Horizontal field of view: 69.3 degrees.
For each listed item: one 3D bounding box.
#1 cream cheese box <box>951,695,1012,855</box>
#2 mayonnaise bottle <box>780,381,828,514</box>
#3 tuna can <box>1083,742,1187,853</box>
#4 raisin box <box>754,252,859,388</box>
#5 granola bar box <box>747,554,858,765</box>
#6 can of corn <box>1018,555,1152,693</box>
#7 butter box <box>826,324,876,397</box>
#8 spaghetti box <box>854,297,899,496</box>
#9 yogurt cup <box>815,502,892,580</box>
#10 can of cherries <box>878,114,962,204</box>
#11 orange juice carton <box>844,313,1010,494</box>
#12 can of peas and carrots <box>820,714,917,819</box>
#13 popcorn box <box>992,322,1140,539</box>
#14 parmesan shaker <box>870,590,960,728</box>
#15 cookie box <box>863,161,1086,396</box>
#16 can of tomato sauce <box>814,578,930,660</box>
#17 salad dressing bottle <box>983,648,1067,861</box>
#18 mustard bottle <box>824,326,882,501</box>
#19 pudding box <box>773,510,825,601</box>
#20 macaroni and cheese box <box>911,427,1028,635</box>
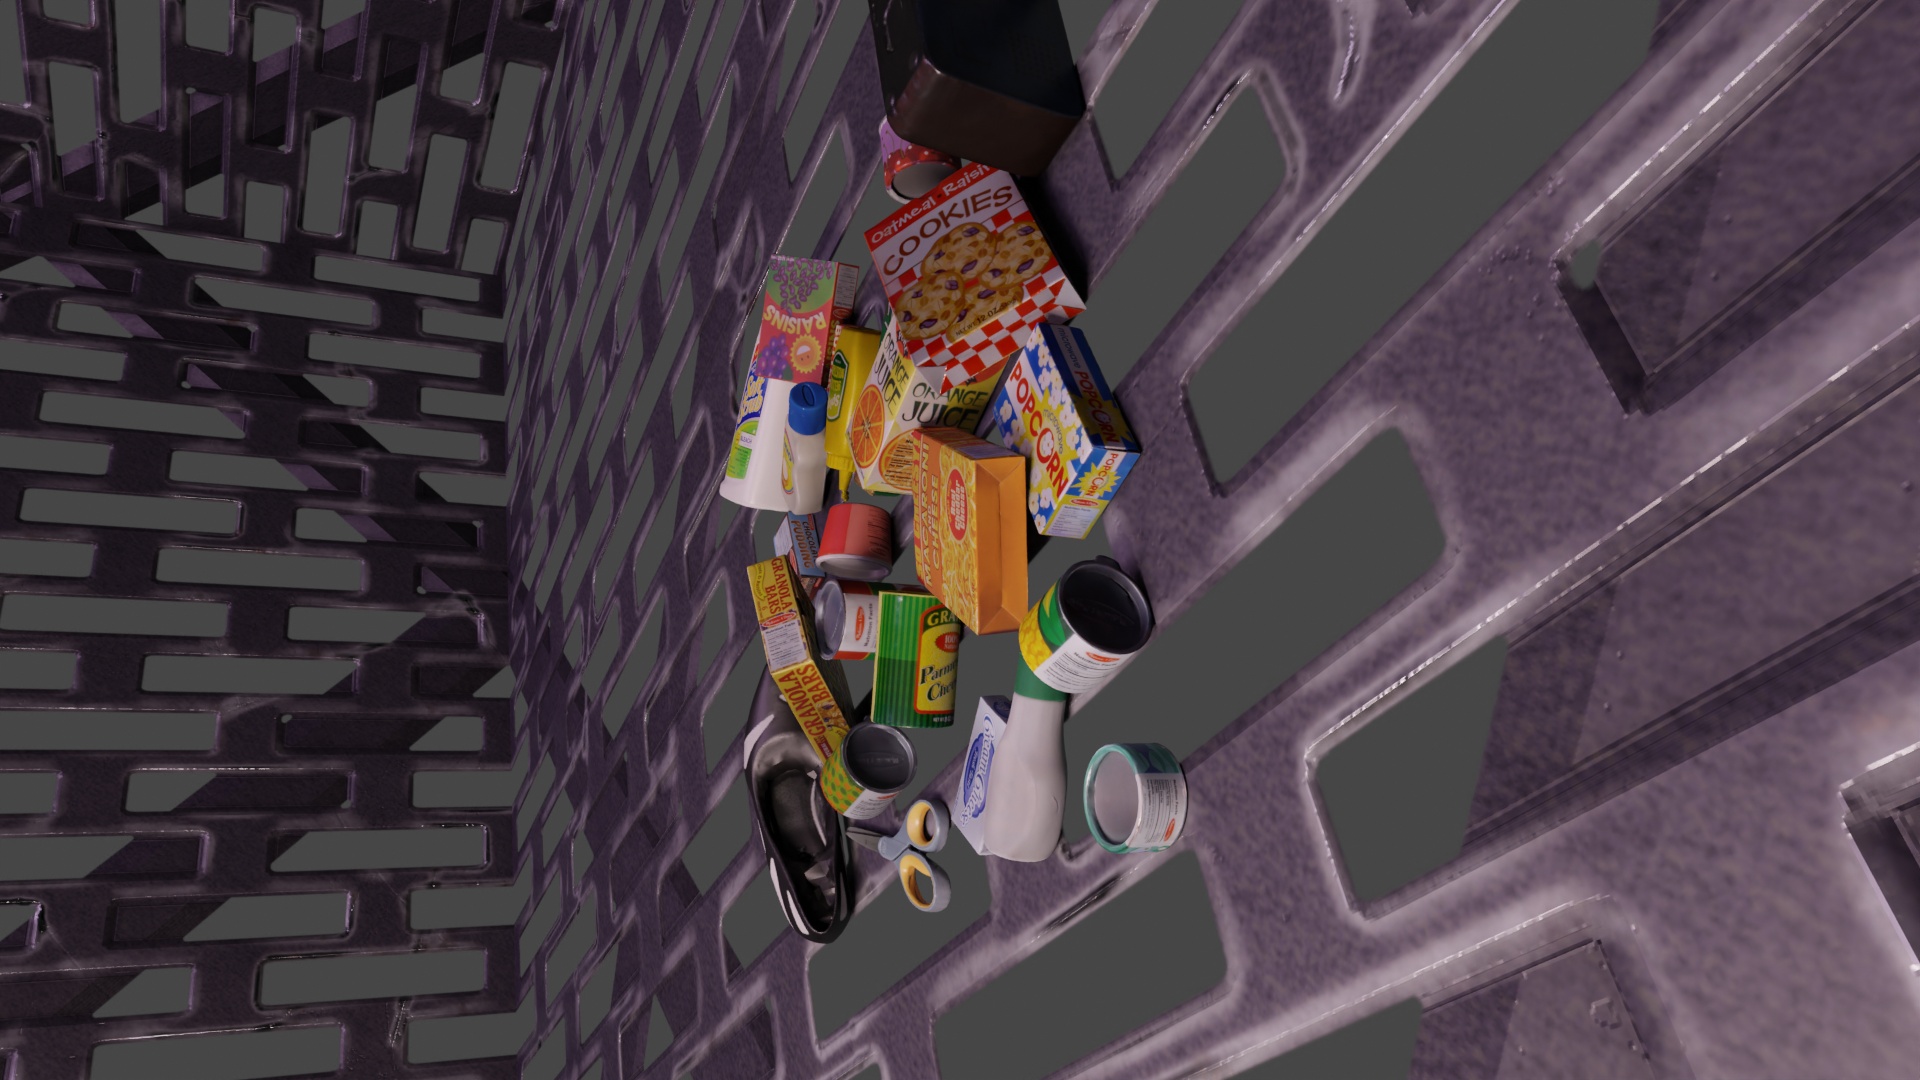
[{"bbox_3d":[0.024,0.170,1.009,0.053,0.024,0.103,40,121,57],"label":"cream cheese box"},{"bbox_3d":[-0.150,-0.091,1.342,0.147,0.041,0.065,102,153,-52],"label":"mayonnaise bottle"},{"bbox_3d":[0.103,0.155,0.842,0.071,0.033,0.071,-17,71,61],"label":"tuna can"},{"bbox_3d":[-0.152,-0.216,1.369,0.086,0.040,0.123,13,98,29],"label":"raisin box"},{"bbox_3d":[-0.133,0.110,1.222,0.164,0.039,0.125,71,179,-48],"label":"granola bar box"},{"bbox_3d":[0.078,0.053,0.875,0.058,0.071,0.071,-52,42,49],"label":"can of corn"},{"bbox_3d":[-0.107,-0.154,1.325,0.053,0.024,0.103,28,111,62],"label":"butter box"},{"bbox_3d":[-0.051,-0.163,1.210,0.050,0.029,0.249,37,118,60],"label":"spaghetti box"},{"bbox_3d":[-0.091,0.000,1.227,0.072,0.072,0.054,-26,55,60],"label":"yogurt cup"},{"bbox_3d":[-0.031,-0.322,1.157,0.071,0.071,0.058,-40,52,55],"label":"can of cherries"},{"bbox_3d":[-0.022,-0.130,1.098,0.191,0.073,0.072,-63,34,36],"label":"orange juice carton"},{"bbox_3d":[-0.078,0.190,1.162,0.058,0.071,0.071,-53,40,48],"label":"can of peas and carrots"},{"bbox_3d":[0.069,-0.076,0.945,0.084,0.038,0.127,-61,36,40],"label":"popcorn box"},{"bbox_3d":[-0.033,0.093,1.094,0.071,0.071,0.103,2,88,64],"label":"parmesan shaker"},{"bbox_3d":[0.006,-0.200,1.016,0.123,0.040,0.168,-30,48,11],"label":"cookie box"},{"bbox_3d":[-0.071,0.067,1.151,0.071,0.083,0.071,-18,70,62],"label":"can of tomato sauce"},{"bbox_3d":[0.049,0.140,0.943,0.064,0.044,0.147,16,99,59],"label":"salad dressing bottle"},{"bbox_3d":[-0.097,-0.114,1.270,0.065,0.049,0.160,-152,69,-65],"label":"mustard bottle"},{"bbox_3d":[-0.164,0.018,1.405,0.049,0.030,0.084,-56,39,43],"label":"pudding box"},{"bbox_3d":[0.004,-0.013,1.015,0.166,0.040,0.123,-146,53,-70],"label":"macaroni and cheese box"}]
